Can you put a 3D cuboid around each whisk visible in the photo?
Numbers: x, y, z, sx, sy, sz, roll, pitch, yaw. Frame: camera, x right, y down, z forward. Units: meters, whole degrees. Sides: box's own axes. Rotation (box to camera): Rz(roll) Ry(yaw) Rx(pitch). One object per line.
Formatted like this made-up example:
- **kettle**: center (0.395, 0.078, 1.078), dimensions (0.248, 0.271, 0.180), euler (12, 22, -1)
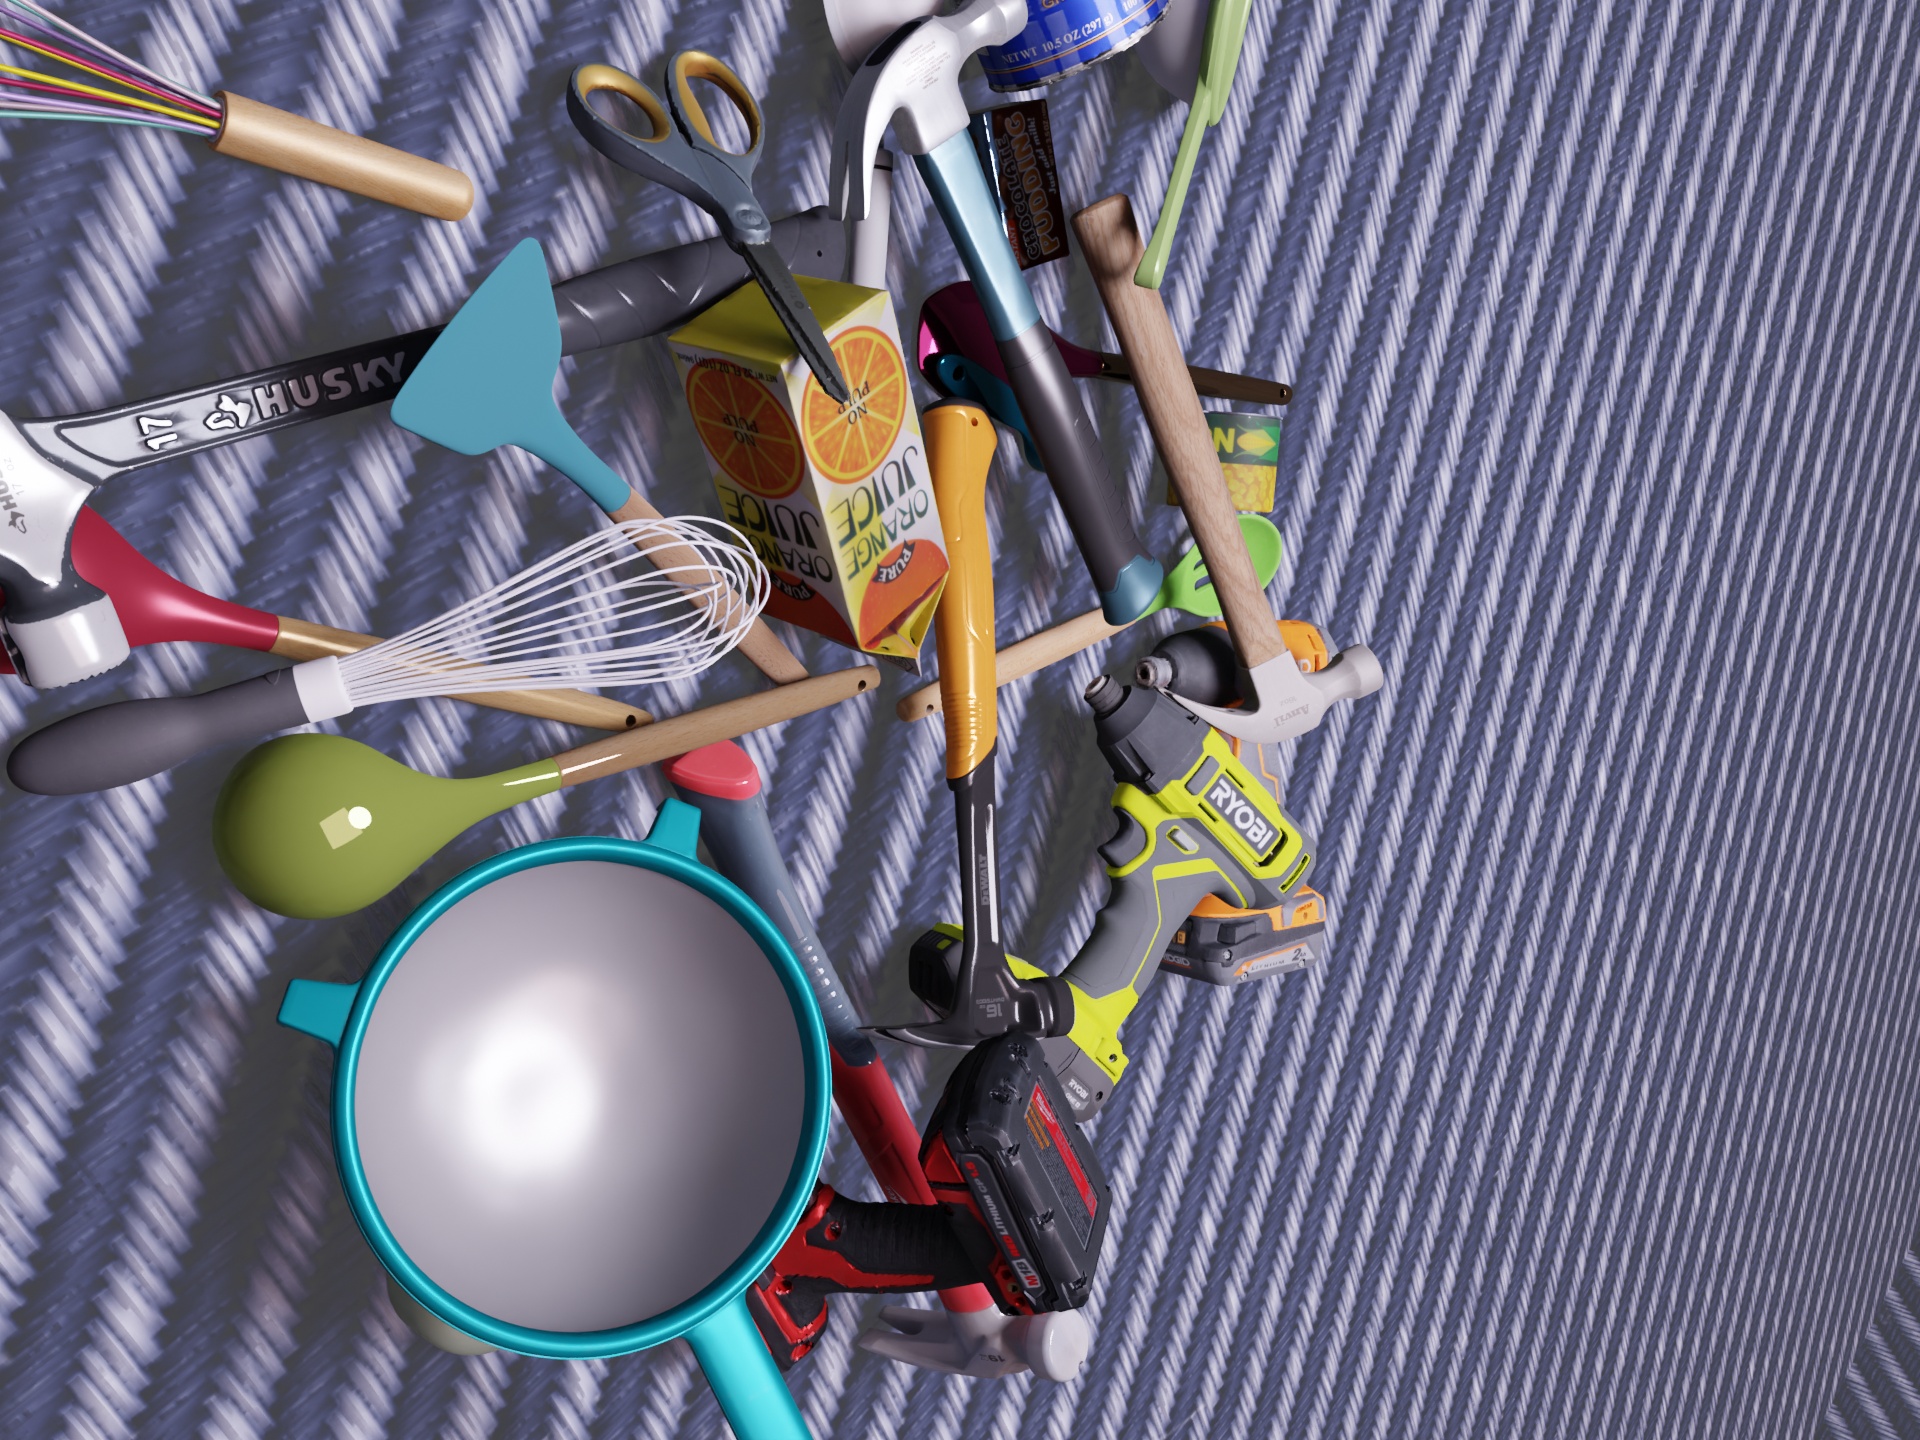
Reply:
- **whisk**: center (-0.211, -0.022, 0.608), dimensions (0.284, 0.070, 0.070), euler (-17, 112, -15)
- **whisk**: center (-0.283, -0.216, 0.559), dimensions (0.244, 0.047, 0.051), euler (4, 94, -47)

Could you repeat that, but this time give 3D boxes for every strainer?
- **strainer**: center (-0.039, -0.283, 0.782), dimensions (0.087, 0.050, 0.258), euler (-13, 112, -57)
- **strainer**: center (0.112, -0.362, 0.873), dimensions (0.151, 0.069, 0.256), euler (53, 53, -80)
- **strainer**: center (-0.141, 0.219, 0.694), dimensions (0.211, 0.095, 0.340), euler (-27, 91, -34)

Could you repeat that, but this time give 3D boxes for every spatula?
- **spatula**: center (-0.129, -0.077, 0.686), dimensions (0.082, 0.044, 0.317), euler (-56, 146, -11)

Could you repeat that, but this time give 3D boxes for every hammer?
- **hammer**: center (-0.195, -0.156, 0.639), dimensions (0.409, 0.036, 0.149), euler (-31, 118, -41)
- **hammer**: center (0.036, -0.190, 0.814), dimensions (0.128, 0.033, 0.330), euler (-39, 123, -18)
- **hammer**: center (-0.001, -0.003, 0.816), dimensions (0.127, 0.034, 0.337), euler (5, 79, -44)
- **hammer**: center (0.135, -0.138, 0.922), dimensions (0.130, 0.031, 0.331), euler (-26, 104, -10)
- **hammer**: center (-0.066, 0.184, 0.825), dimensions (0.038, 0.143, 0.386), euler (-43, 115, -47)

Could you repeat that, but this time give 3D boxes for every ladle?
- **ladle**: center (-0.165, 0.013, 0.708), dimensions (0.320, 0.062, 0.078), euler (-19, 121, -42)
- **ladle**: center (-0.253, -0.028, 0.639), dimensions (0.315, 0.031, 0.069), euler (16, 88, -46)

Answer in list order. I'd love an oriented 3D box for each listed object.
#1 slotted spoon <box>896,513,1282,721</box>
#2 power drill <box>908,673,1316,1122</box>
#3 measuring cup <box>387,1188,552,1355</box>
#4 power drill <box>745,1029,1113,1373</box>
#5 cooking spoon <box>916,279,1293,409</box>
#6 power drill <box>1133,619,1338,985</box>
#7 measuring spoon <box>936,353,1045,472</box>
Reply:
- **slotted spoon**: center (0.083, -0.060, 0.951), dimensions (0.314, 0.031, 0.070), euler (-25, 129, -36)
- **power drill**: center (0.081, 0.098, 0.908), dimensions (0.171, 0.080, 0.223), euler (45, 75, -15)
- **measuring cup**: center (-0.188, 0.219, 0.739), dimensions (0.167, 0.038, 0.083), euler (-47, 127, -24)
- **power drill**: center (-0.051, 0.232, 0.762), dimensions (0.143, 0.219, 0.078), euler (64, 22, -14)
- **cooking spoon**: center (0.096, -0.208, 0.939), dimensions (0.318, 0.017, 0.068), euler (-3, 101, -42)
- **power drill**: center (0.169, 0.049, 1.021), dimensions (0.164, 0.084, 0.226), euler (-3, 97, -41)
- **measuring spoon**: center (0.032, -0.168, 0.870), dimensions (0.128, 0.021, 0.042), euler (21, 99, -50)
